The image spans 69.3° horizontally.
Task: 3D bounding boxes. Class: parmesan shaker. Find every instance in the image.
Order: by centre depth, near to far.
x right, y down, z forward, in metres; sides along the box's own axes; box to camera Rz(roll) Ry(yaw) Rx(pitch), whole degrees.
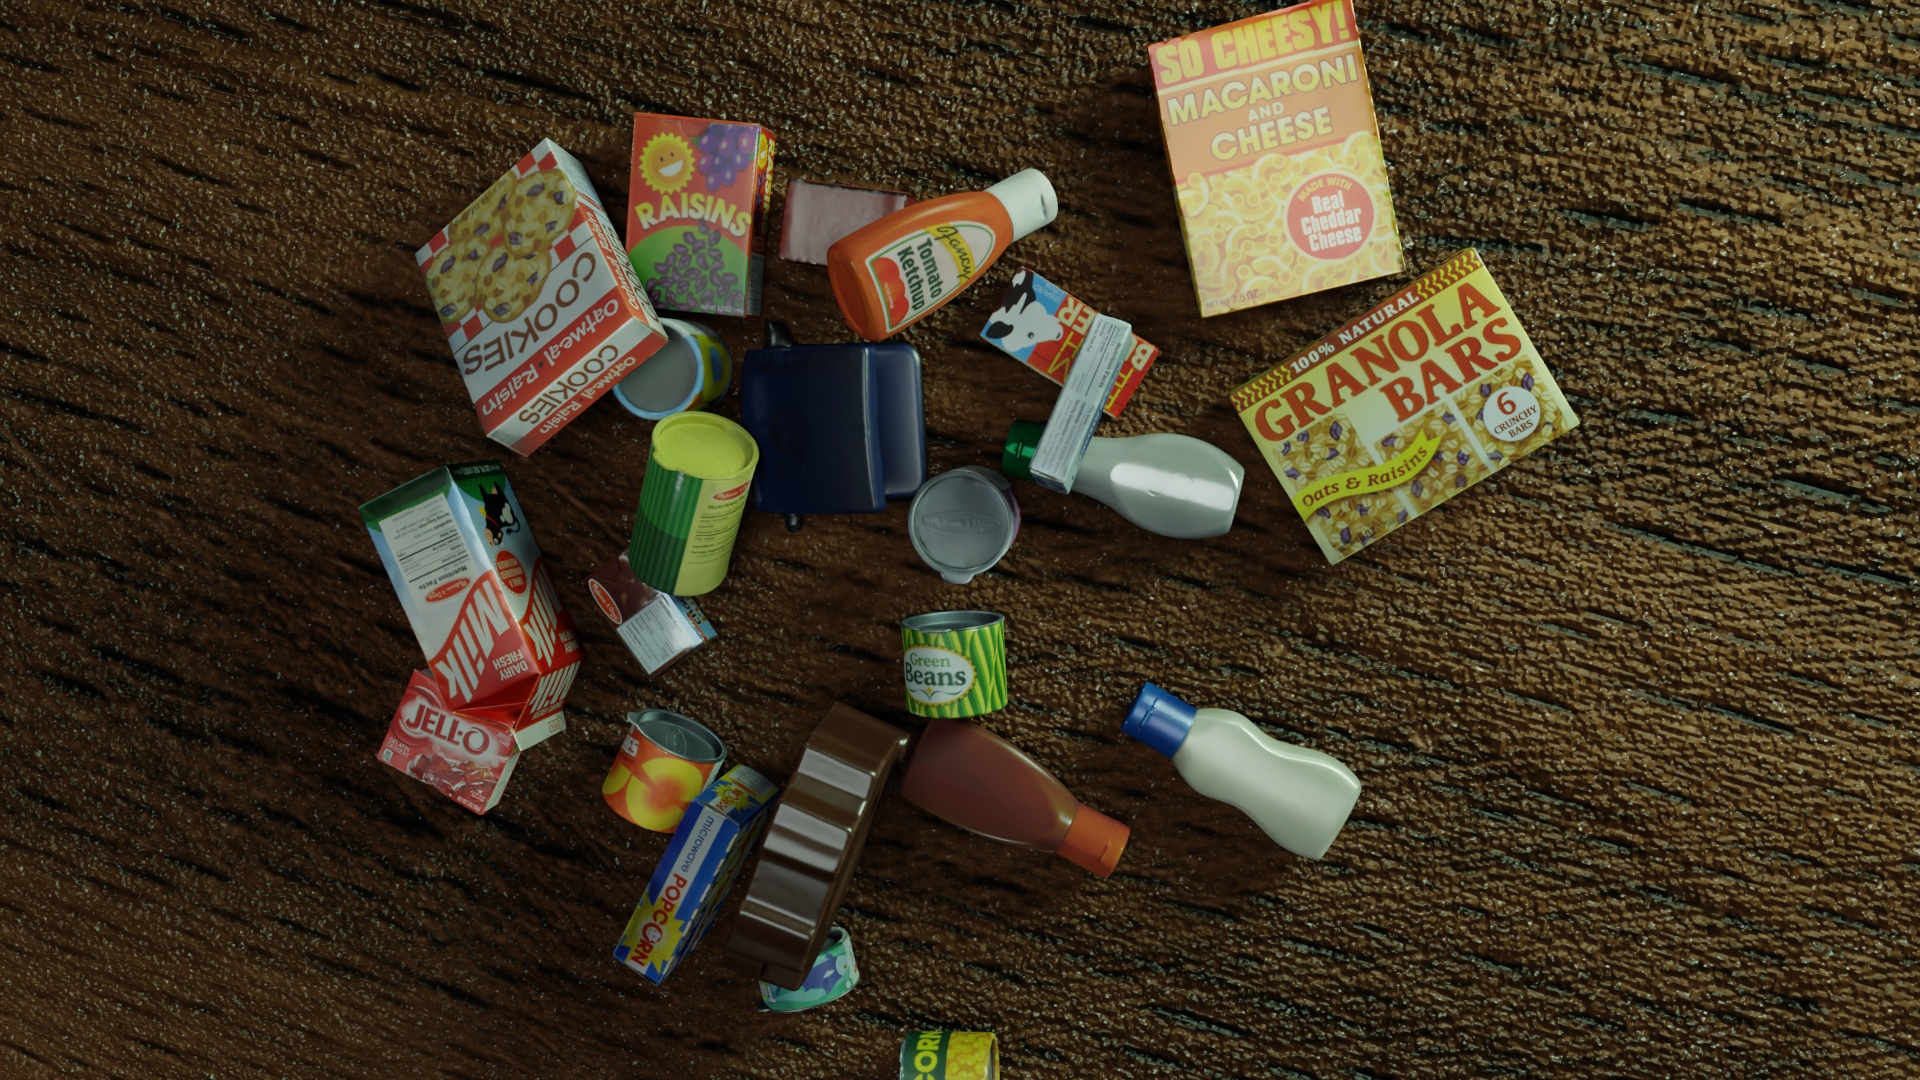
[{"bbox_3d":[-0.175,-0.022,0.887,0.071,0.072,0.102,27,127,5],"label":"parmesan shaker"}]

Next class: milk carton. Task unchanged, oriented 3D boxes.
[{"bbox_3d":[-0.319,0.047,0.936,0.073,0.072,0.190,-23,91,11],"label":"milk carton"}]

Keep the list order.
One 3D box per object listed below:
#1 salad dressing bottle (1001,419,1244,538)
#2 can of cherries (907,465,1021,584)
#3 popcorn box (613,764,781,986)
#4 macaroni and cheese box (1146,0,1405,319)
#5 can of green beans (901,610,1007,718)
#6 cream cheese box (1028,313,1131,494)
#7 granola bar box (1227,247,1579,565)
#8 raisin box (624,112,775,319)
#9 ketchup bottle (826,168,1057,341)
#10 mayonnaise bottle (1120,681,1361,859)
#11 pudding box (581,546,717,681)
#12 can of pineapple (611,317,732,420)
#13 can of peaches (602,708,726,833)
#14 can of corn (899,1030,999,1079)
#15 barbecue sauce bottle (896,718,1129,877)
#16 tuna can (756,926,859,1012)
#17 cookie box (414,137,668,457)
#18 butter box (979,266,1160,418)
[{"bbox_3d":[0.101,-0.043,0.875,0.148,0.044,0.064,15,97,9],"label":"salad dressing bottle"},{"bbox_3d":[0.003,-0.011,0.886,0.071,0.058,0.071,1,97,8],"label":"can of cherries"},{"bbox_3d":[-0.173,0.219,0.924,0.038,0.085,0.126,29,100,6],"label":"popcorn box"},{"bbox_3d":[0.189,-0.229,0.842,0.124,0.040,0.166,-12,95,10],"label":"macaroni and cheese box"},{"bbox_3d":[-0.004,0.079,0.892,0.071,0.071,0.057,-2,96,9],"label":"can of green beans"},{"bbox_3d":[0.072,-0.081,0.833,0.024,0.053,0.104,23,88,9],"label":"cream cheese box"},{"bbox_3d":[0.266,-0.080,0.846,0.165,0.039,0.124,-31,91,11],"label":"granola bar box"},{"bbox_3d":[-0.170,-0.209,0.901,0.086,0.040,0.123,7,96,9],"label":"raisin box"},{"bbox_3d":[-0.008,-0.180,0.842,0.149,0.043,0.064,-33,129,-23],"label":"ketchup bottle"},{"bbox_3d":[0.175,0.141,0.884,0.148,0.041,0.064,29,98,6],"label":"mayonnaise bottle"},{"bbox_3d":[-0.210,0.046,0.940,0.049,0.030,0.083,-36,90,12],"label":"pudding box"},{"bbox_3d":[-0.189,-0.110,0.905,0.071,0.058,0.071,1,97,9],"label":"can of pineapple"},{"bbox_3d":[-0.201,0.153,0.931,0.071,0.071,0.058,28,101,5],"label":"can of peaches"},{"bbox_3d":[-0.007,0.359,0.921,0.058,0.071,0.071,-2,96,8],"label":"can of corn"},{"bbox_3d":[0.037,0.170,0.907,0.148,0.044,0.065,27,94,5],"label":"barbecue sauce bottle"},{"bbox_3d":[-0.106,0.287,0.929,0.071,0.071,0.033,-13,93,10],"label":"tuna can"},{"bbox_3d":[-0.269,-0.156,0.887,0.123,0.040,0.168,-36,63,12],"label":"cookie box"},{"bbox_3d":[0.069,-0.125,0.880,0.103,0.024,0.053,32,101,5],"label":"butter box"}]
